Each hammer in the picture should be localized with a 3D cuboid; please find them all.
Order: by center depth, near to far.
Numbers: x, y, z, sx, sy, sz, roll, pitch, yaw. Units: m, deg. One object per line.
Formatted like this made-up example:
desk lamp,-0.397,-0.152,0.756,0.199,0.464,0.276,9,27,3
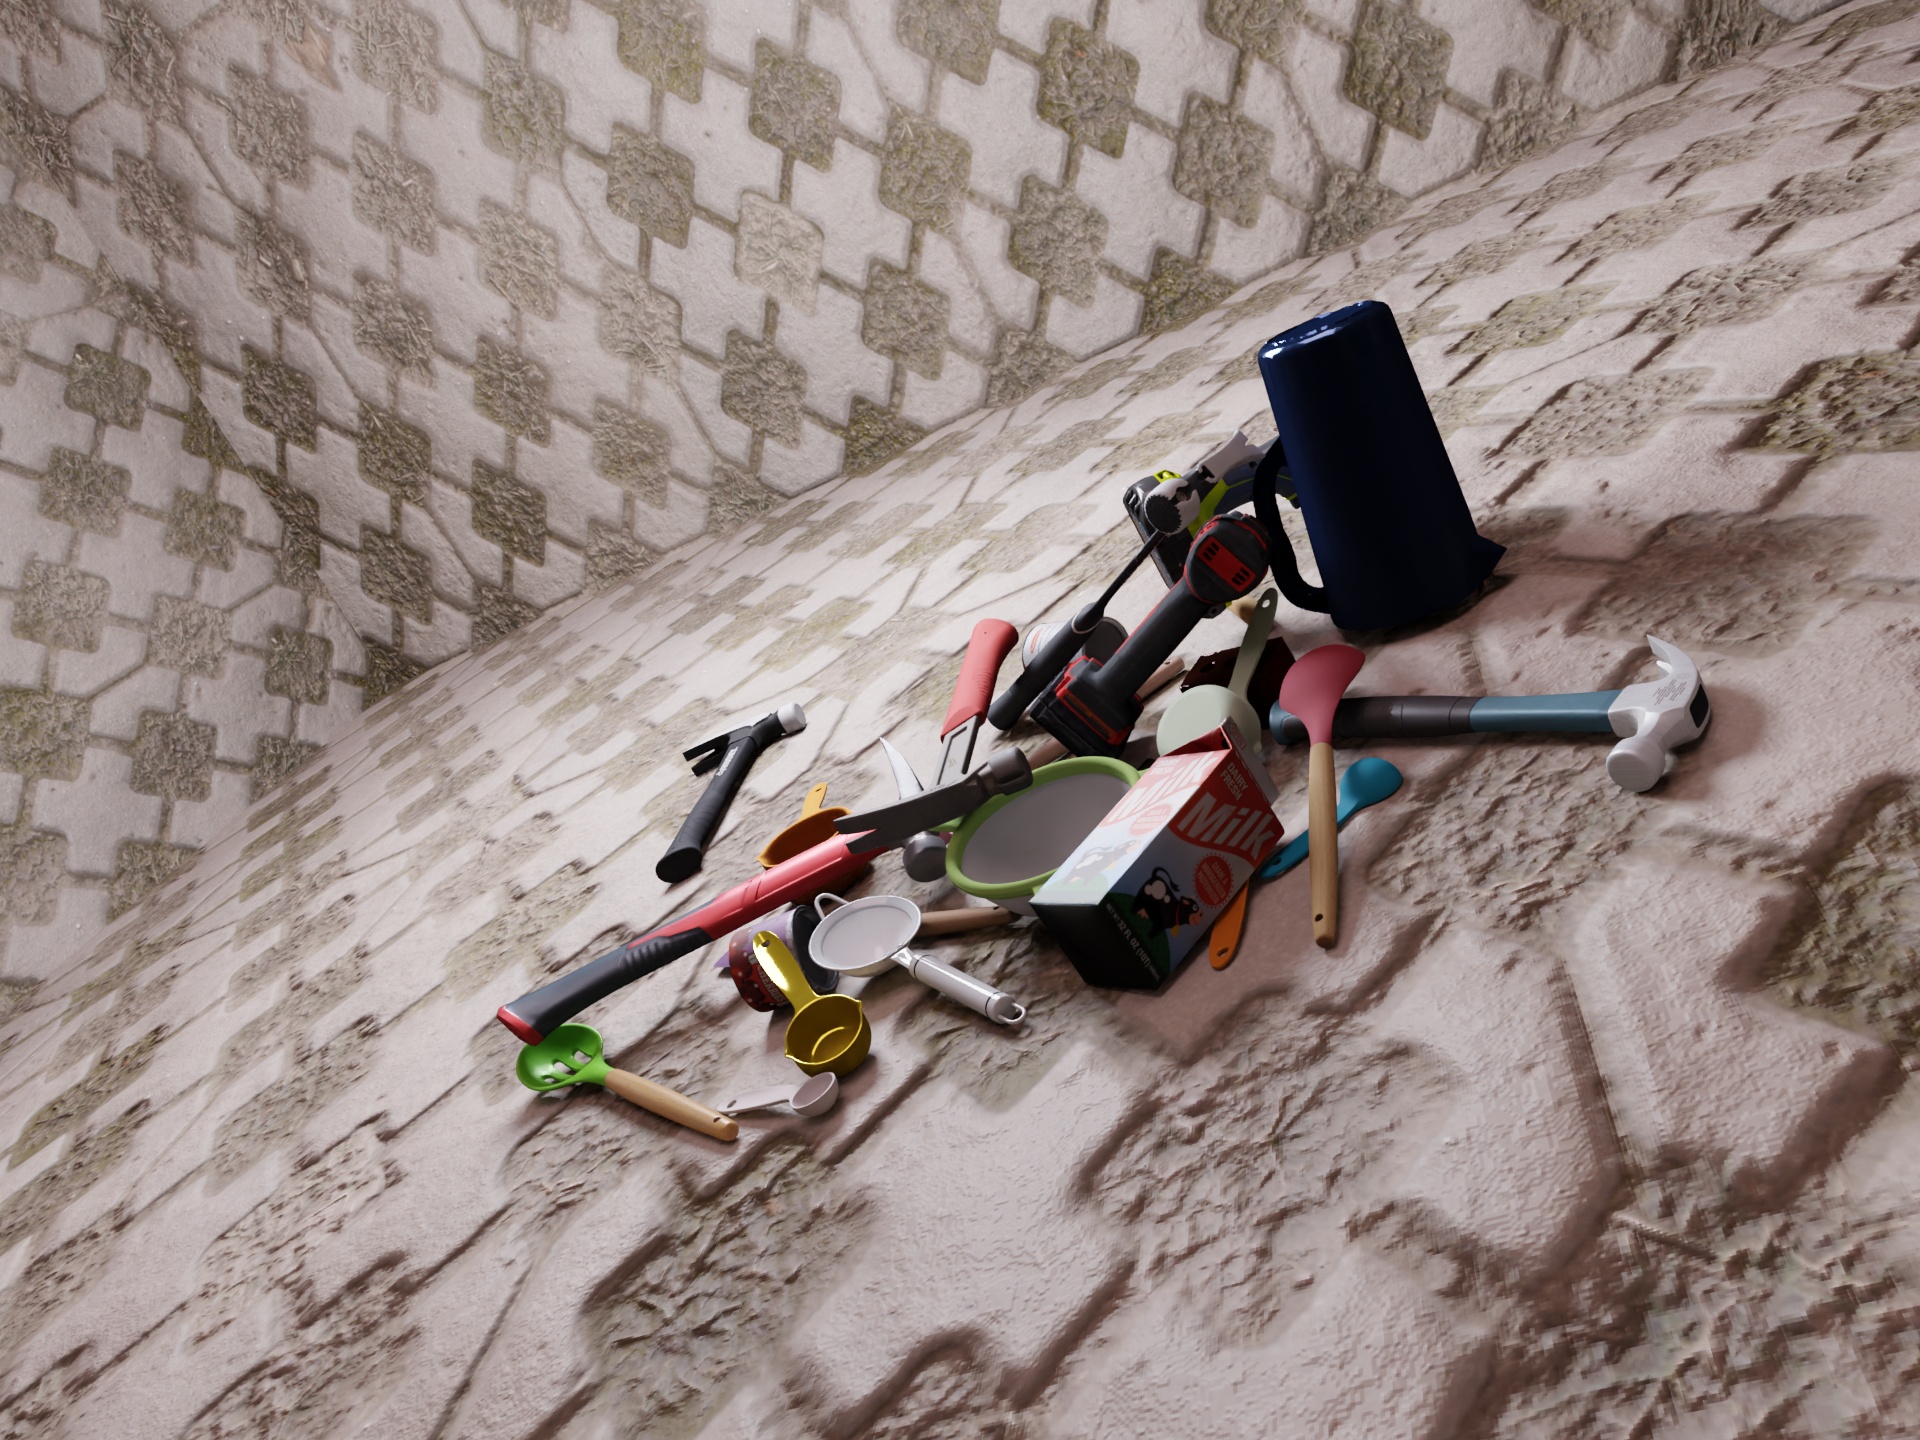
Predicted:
hammer,0.334,-0.003,1.060,0.128,0.033,0.331,-40,22,-30
hammer,-0.199,0.148,1.288,0.386,0.038,0.143,-27,44,2
hammer,-0.002,-0.004,1.301,0.149,0.036,0.359,-21,19,15
hammer,0.119,-0.100,1.342,0.149,0.036,0.408,-41,-6,-37
hammer,-0.266,0.080,1.703,0.146,0.035,0.335,-22,19,16

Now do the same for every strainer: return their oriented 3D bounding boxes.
strainer,-0.031,0.172,1.111,0.087,0.050,0.259,-32,24,-25
strainer,0.035,0.095,1.158,0.256,0.069,0.151,0,36,48

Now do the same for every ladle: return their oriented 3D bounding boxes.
ladle,0.237,0.037,1.046,0.069,0.031,0.316,-29,25,28

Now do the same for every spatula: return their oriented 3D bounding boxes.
spatula,-0.077,0.164,1.234,0.316,0.018,0.060,-13,21,41

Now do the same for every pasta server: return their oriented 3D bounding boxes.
pasta server,0.069,0.025,1.363,0.316,0.040,0.060,-33,31,-18

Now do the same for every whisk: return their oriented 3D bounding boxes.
whisk,0.243,-0.126,1.508,0.051,0.047,0.245,-27,21,0

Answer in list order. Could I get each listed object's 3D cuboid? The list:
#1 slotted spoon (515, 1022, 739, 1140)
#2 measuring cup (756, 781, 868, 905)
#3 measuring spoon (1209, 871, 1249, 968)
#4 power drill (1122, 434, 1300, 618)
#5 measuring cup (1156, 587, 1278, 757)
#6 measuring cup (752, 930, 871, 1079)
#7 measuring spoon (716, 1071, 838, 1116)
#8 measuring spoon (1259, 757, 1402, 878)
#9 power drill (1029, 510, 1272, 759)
slotted spoon,-0.247,0.272,1.178,0.070,0.031,0.314,-40,23,-30
measuring cup,-0.121,0.105,1.402,0.095,0.052,0.174,-26,17,9
measuring spoon,0.174,0.120,1.005,0.021,0.011,0.117,-25,21,31
power drill,0.277,-0.188,1.394,0.228,0.190,0.080,-30,27,4
measuring cup,0.198,-0.031,1.192,0.083,0.038,0.168,11,74,48
measuring cup,-0.109,0.196,1.113,0.062,0.029,0.157,-34,36,-10
measuring spoon,-0.123,0.257,1.065,0.124,0.018,0.034,-20,19,44
measuring spoon,0.238,0.060,1.044,0.128,0.021,0.042,-35,19,-23
power drill,0.165,-0.076,1.280,0.226,0.080,0.188,-49,-1,17
